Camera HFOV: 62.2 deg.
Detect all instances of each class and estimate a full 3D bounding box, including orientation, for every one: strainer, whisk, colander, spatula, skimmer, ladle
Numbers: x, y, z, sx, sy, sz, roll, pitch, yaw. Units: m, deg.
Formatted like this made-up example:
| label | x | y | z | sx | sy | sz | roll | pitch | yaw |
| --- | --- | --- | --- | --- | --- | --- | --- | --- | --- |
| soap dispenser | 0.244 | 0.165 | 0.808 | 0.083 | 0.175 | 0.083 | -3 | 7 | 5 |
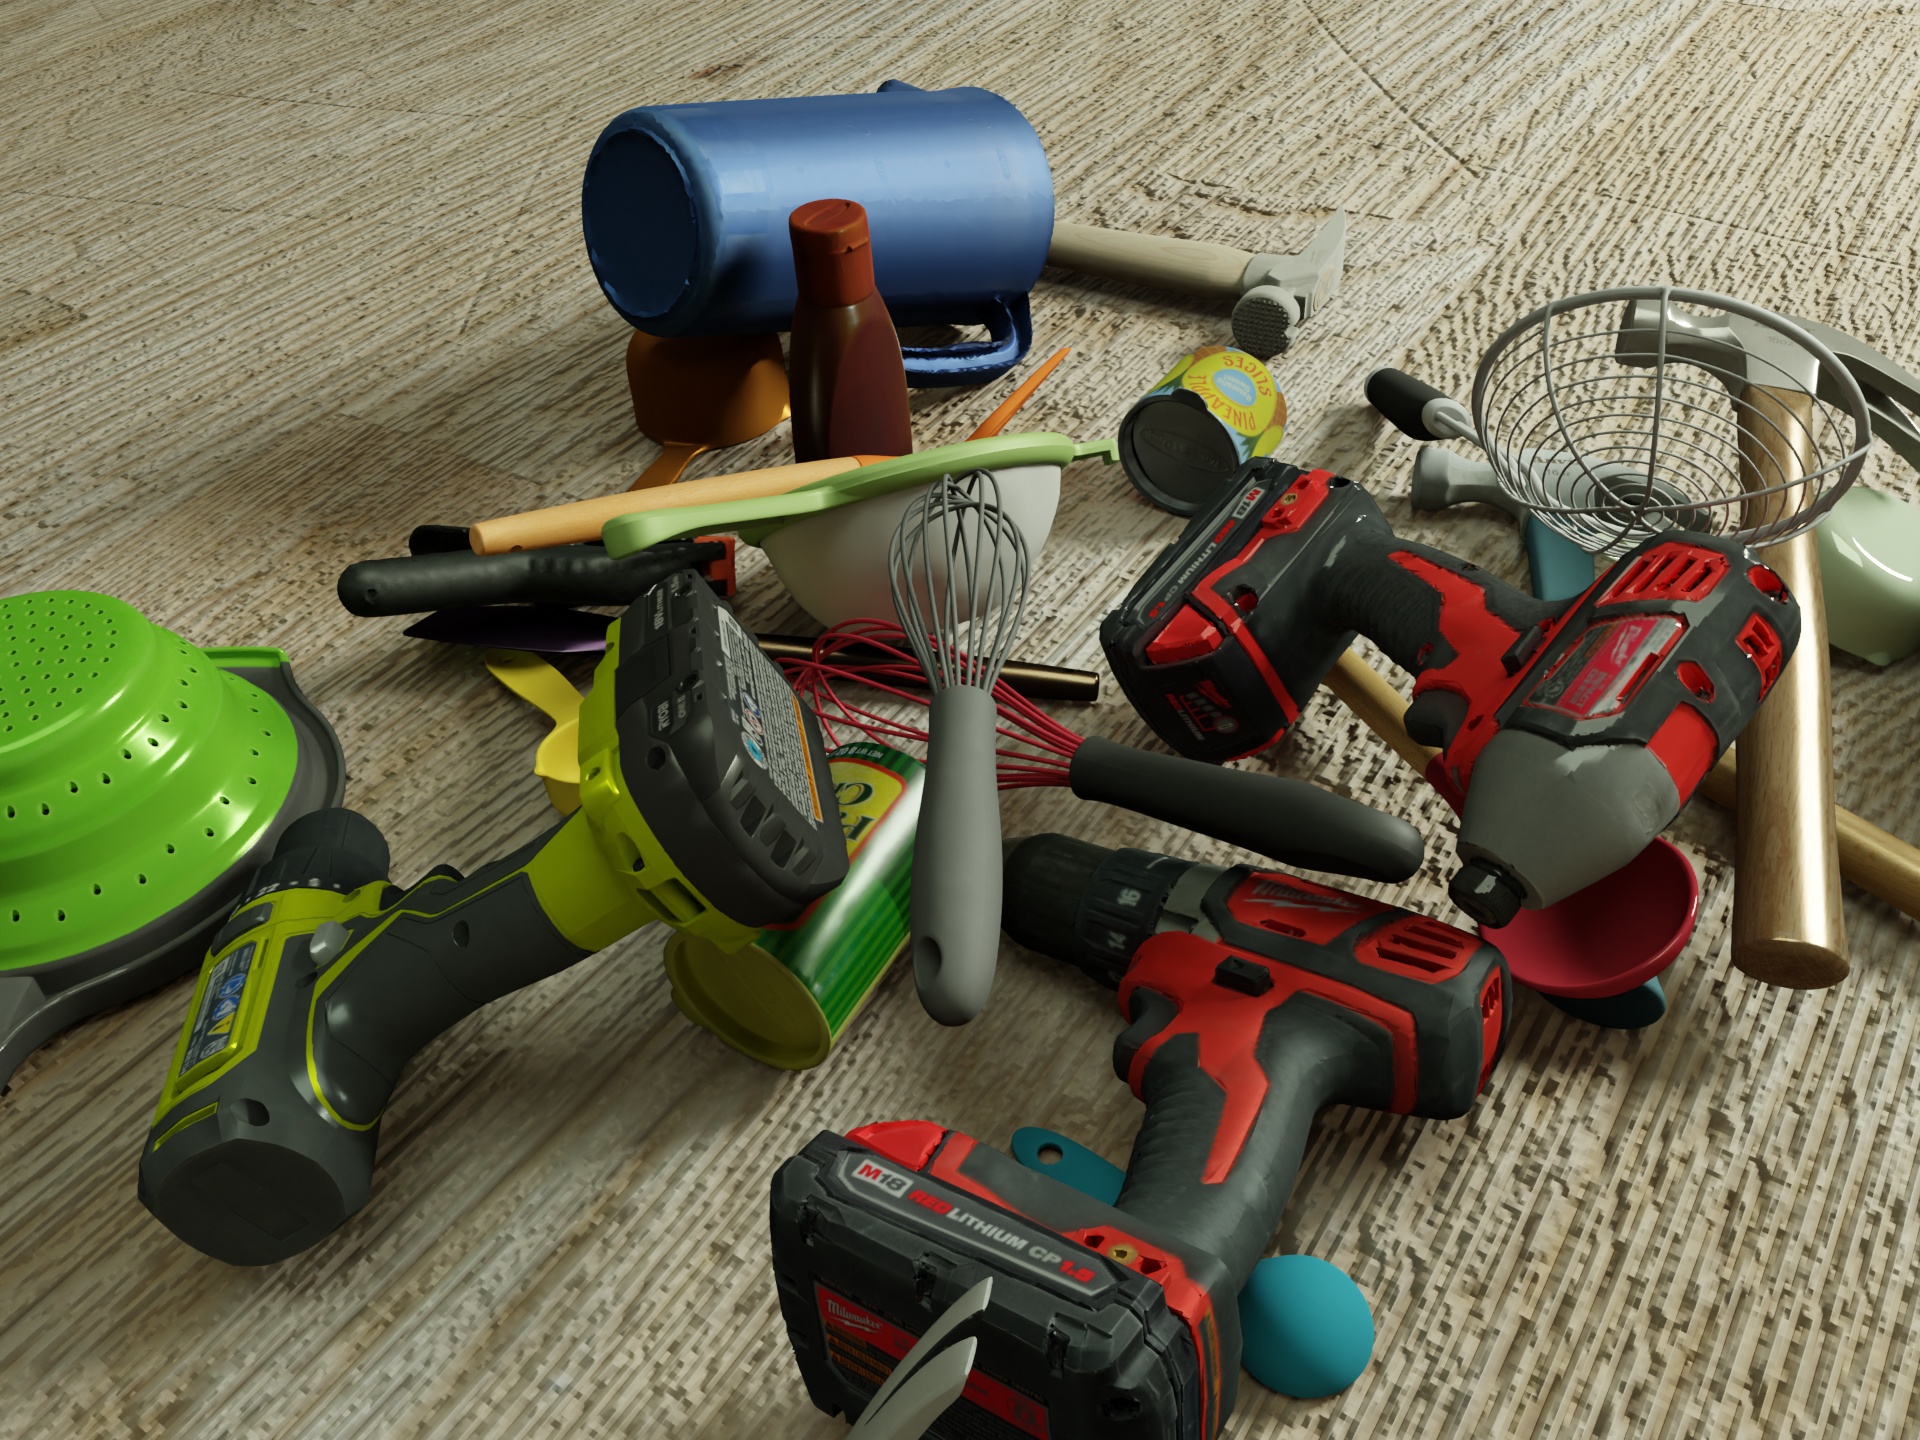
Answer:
| label | x | y | z | sx | sy | sz | roll | pitch | yaw |
| --- | --- | --- | --- | --- | --- | --- | --- | --- | --- |
| strainer | -0.044 | -0.063 | 0.649 | 0.151 | 0.069 | 0.256 | -13 | 4 | 34 |
| whisk | 0.360 | 0.071 | 0.538 | 0.051 | 0.047 | 0.245 | -13 | 36 | -32 |
| colander | -0.356 | 0.069 | 0.563 | 0.204 | 0.094 | 0.398 | -4 | 41 | 1 |
| spatula | -0.095 | -0.032 | 0.711 | 0.316 | 0.018 | 0.060 | 6 | 22 | 11 |
| spatula | -0.072 | -0.116 | 0.719 | 0.322 | 0.081 | 0.041 | -18 | 74 | -38 |
| skimmer | 0.240 | -0.141 | 0.669 | 0.127 | 0.090 | 0.363 | 31 | 17 | -10 |
| ladle | 0.171 | 0.005 | 0.615 | 0.069 | 0.031 | 0.316 | -35 | 34 | 3 |
| whisk | 0.032 | 0.013 | 0.576 | 0.296 | 0.073 | 0.073 | 15 | 43 | 42 |
| whisk | -0.002 | -0.002 | 0.529 | 0.055 | 0.055 | 0.239 | -2 | 46 | 3 |

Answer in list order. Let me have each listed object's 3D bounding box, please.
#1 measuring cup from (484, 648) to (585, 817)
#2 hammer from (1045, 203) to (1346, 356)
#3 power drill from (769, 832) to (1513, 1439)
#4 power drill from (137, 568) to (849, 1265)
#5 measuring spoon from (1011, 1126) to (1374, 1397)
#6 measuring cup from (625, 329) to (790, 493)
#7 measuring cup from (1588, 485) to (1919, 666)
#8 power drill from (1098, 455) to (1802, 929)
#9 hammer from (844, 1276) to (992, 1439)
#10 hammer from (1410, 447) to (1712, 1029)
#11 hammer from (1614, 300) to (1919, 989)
| label | x | y | z | sx | sy | sz | roll | pitch | yaw |
| --- | --- | --- | --- | --- | --- | --- | --- | --- | --- |
| measuring cup | -0.169 | 0.003 | 0.682 | 0.062 | 0.029 | 0.157 | -25 | 33 | -26 |
| hammer | 0.033 | -0.308 | 1.002 | 0.411 | 0.038 | 0.146 | 16 | 44 | 22 |
| power drill | 0.041 | 0.111 | 0.481 | 0.188 | 0.080 | 0.227 | 15 | 35 | 34 |
| power drill | -0.159 | 0.051 | 0.533 | 0.228 | 0.080 | 0.191 | -32 | 32 | 8 |
| measuring spoon | 0.066 | 0.155 | 0.483 | 0.129 | 0.021 | 0.042 | 27 | 50 | 31 |
| measuring cup | -0.150 | -0.167 | 0.844 | 0.095 | 0.052 | 0.174 | 7 | 41 | 13 |
| measuring cup | 0.343 | -0.071 | 0.665 | 0.167 | 0.038 | 0.083 | 7 | 52 | -15 |
| power drill | 0.158 | -0.015 | 0.563 | 0.143 | 0.078 | 0.220 | -49 | 36 | -12 |
| hammer | 0.159 | 0.226 | 0.333 | 0.409 | 0.149 | 0.036 | 11 | 21 | 7 |
| hammer | 0.249 | -0.013 | 0.650 | 0.128 | 0.033 | 0.331 | 5 | 42 | 12 |
| hammer | 0.318 | -0.046 | 0.612 | 0.130 | 0.031 | 0.331 | 12 | 54 | 10 |
